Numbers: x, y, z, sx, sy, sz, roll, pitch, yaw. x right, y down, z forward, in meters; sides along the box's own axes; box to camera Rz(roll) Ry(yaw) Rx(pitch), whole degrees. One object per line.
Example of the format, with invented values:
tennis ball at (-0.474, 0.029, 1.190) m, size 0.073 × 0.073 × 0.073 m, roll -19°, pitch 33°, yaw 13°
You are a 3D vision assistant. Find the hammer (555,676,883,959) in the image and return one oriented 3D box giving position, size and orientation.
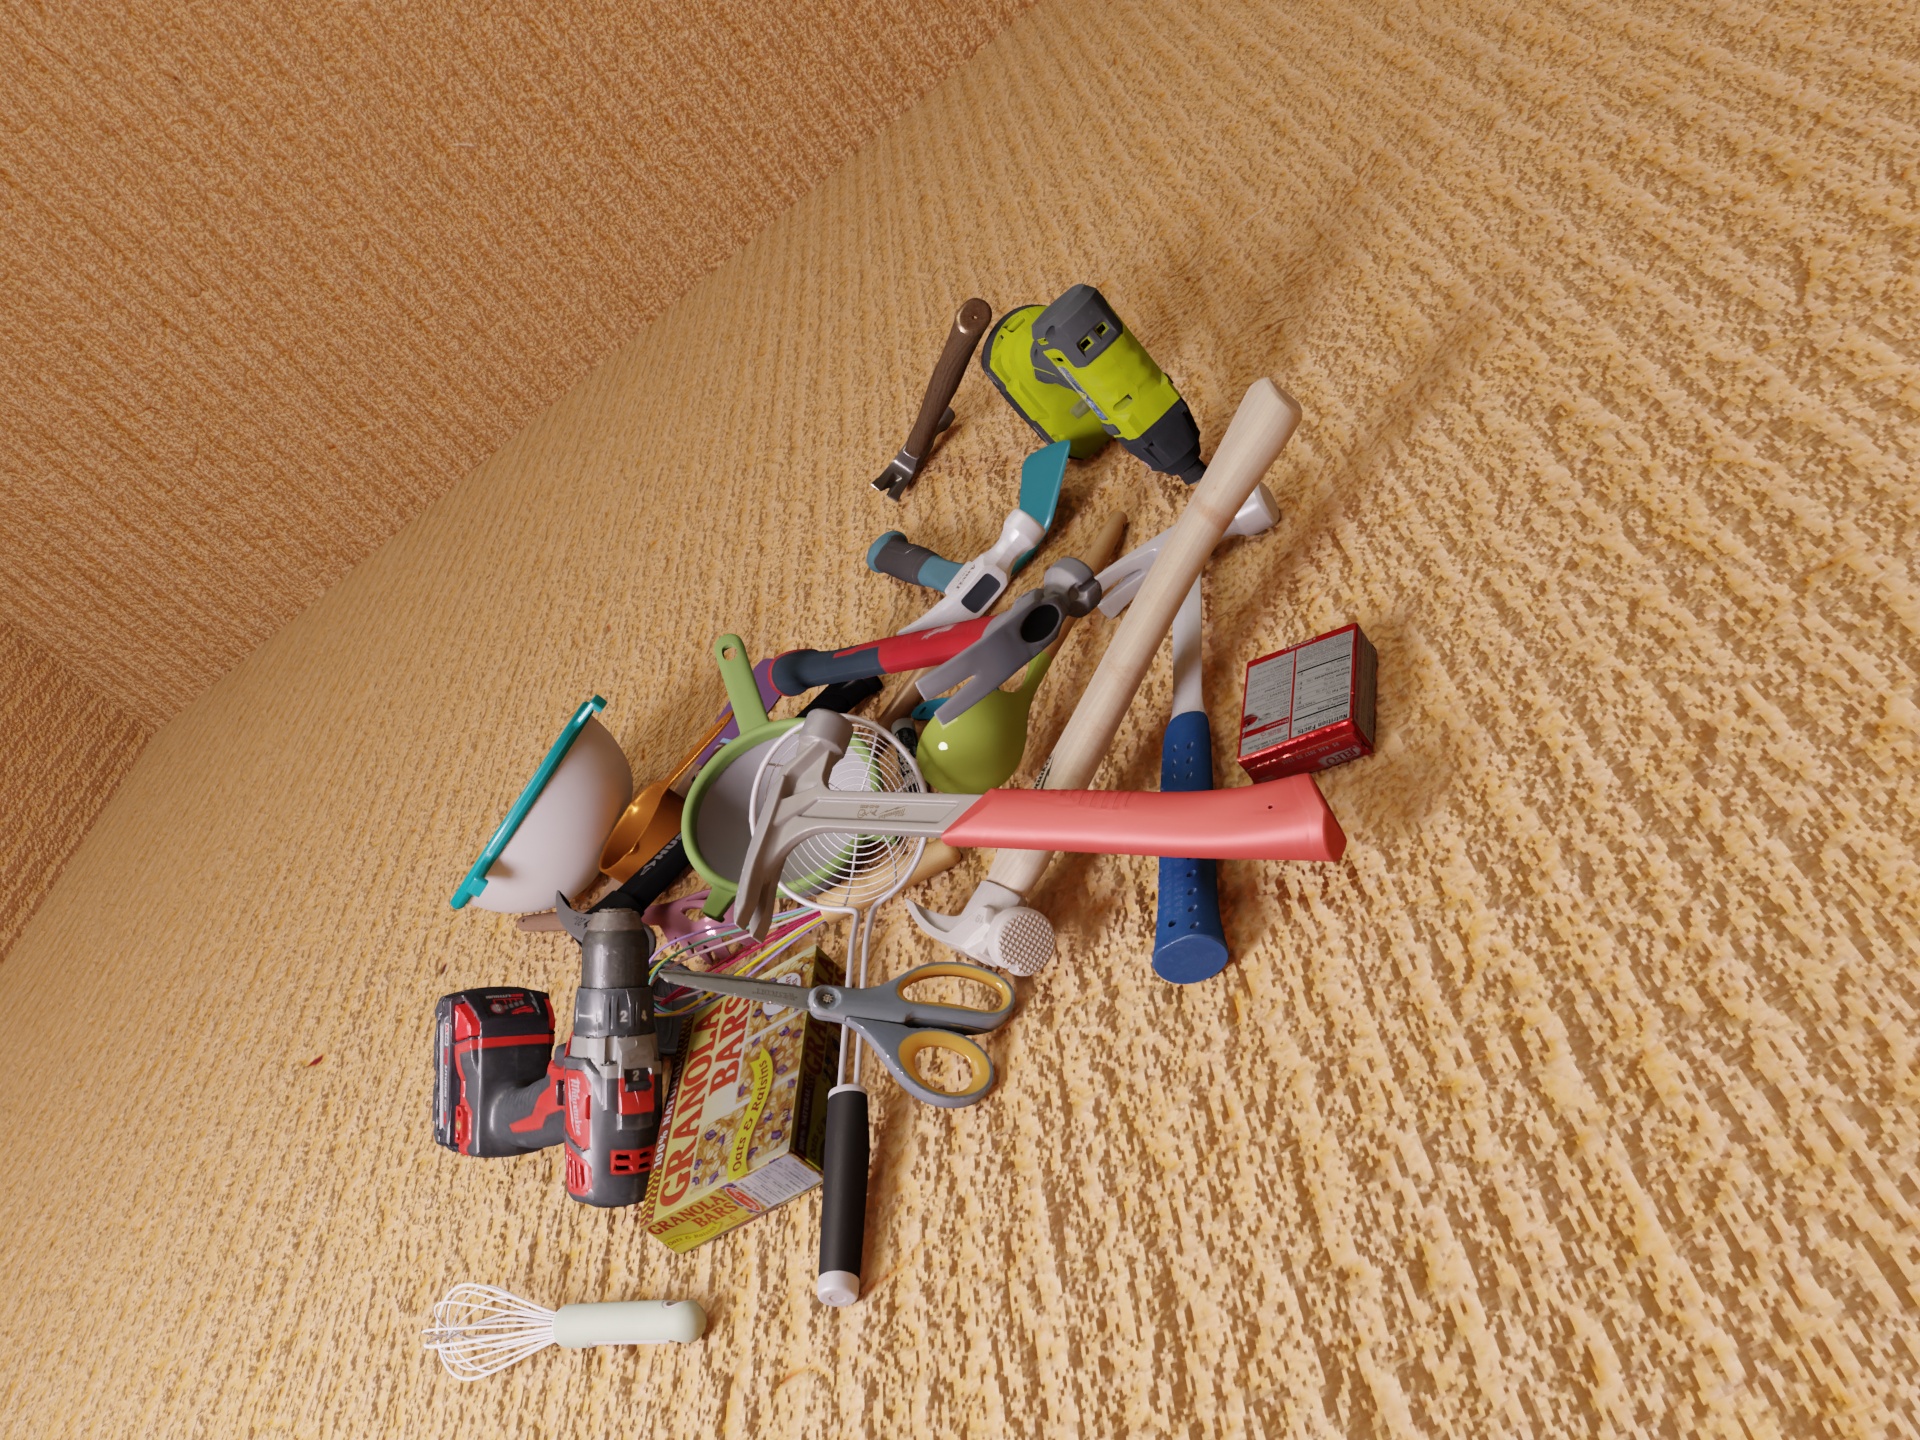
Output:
hammer at (-0.180, 0.061, 1.251) m, size 0.335 × 0.035 × 0.146 m, roll -46°, pitch 27°, yaw -27°

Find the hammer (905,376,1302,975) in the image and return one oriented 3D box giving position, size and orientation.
hammer at (0.098, -0.036, 0.992) m, size 0.411 × 0.038 × 0.146 m, roll -60°, pitch 22°, yaw -11°

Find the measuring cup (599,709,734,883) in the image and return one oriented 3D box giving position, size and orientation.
measuring cup at (-0.226, 0.069, 1.316) m, size 0.173 × 0.052 × 0.095 m, roll -48°, pitch 22°, yaw 7°

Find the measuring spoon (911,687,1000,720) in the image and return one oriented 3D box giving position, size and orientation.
measuring spoon at (-0.002, -0.004, 1.193) m, size 0.042 × 0.021 × 0.129 m, roll -53°, pitch 20°, yaw -18°

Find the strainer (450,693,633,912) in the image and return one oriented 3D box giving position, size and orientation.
strainer at (-0.370, 0.107, 1.453) m, size 0.211 × 0.095 × 0.340 m, roll -61°, pitch 11°, yaw -20°

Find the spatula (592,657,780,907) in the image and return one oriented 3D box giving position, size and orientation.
spatula at (-0.241, 0.063, 1.404) m, size 0.060 × 0.018 × 0.316 m, roll 7°, pitch 54°, yaw 41°

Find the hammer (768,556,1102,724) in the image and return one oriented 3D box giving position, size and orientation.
hammer at (-0.059, -0.038, 1.132) m, size 0.143 × 0.038 × 0.386 m, roll -40°, pitch 16°, yaw -26°

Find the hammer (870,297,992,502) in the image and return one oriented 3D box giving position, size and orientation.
hammer at (-0.022, -0.293, 1.449) m, size 0.130 × 0.031 × 0.331 m, roll -58°, pitch 3°, yaw -16°

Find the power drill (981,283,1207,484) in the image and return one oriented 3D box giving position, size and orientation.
power drill at (0.106, -0.261, 1.262) m, size 0.080 × 0.171 × 0.223 m, roll -43°, pitch 19°, yaw -1°

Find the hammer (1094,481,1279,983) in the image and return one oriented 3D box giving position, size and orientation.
hammer at (0.136, -0.003, 0.983) m, size 0.144 × 0.035 × 0.406 m, roll -27°, pitch 32°, yaw 27°

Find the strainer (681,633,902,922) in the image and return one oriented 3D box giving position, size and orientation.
strainer at (-0.138, 0.039, 1.188) m, size 0.151 × 0.069 × 0.257 m, roll -24°, pitch 50°, yaw -1°

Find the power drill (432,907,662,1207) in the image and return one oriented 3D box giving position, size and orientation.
power drill at (-0.276, 0.222, 1.086) m, size 0.227 × 0.080 × 0.188 m, roll -7°, pitch 81°, yaw 48°

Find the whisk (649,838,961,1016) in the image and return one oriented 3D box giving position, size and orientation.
whisk at (-0.110, 0.141, 1.073) m, size 0.245 × 0.051 × 0.047 m, roll -26°, pitch 13°, yaw 7°

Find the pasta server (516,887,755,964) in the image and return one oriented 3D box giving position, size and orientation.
pasta server at (-0.267, 0.162, 1.271) m, size 0.316 × 0.040 × 0.060 m, roll -10°, pitch 42°, yaw 45°

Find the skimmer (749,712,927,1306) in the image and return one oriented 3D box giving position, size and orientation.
skimmer at (-0.078, 0.155, 0.941) m, size 0.127 × 0.090 × 0.364 m, roll -19°, pitch 43°, yaw 18°

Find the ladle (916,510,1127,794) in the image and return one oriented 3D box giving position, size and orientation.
ladle at (0.055, -0.062, 1.133) m, size 0.062 × 0.078 × 0.320 m, roll 12°, pitch 43°, yaw 18°

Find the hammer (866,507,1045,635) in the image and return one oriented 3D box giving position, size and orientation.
hammer at (-0.026, -0.126, 1.316) m, size 0.128 × 0.033 × 0.331 m, roll -52°, pitch 19°, yaw -1°

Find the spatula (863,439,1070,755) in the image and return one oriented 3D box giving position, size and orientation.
spatula at (-0.001, -0.092, 1.278) m, size 0.317 × 0.044 × 0.082 m, roll -54°, pitch 19°, yaw -17°

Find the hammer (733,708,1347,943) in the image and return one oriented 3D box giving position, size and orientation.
hammer at (0.034, 0.063, 0.886) m, size 0.359 × 0.036 × 0.149 m, roll 0°, pitch 60°, yaw 33°

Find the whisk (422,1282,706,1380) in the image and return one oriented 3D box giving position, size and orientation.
whisk at (-0.242, 0.367, 0.961) m, size 0.246 × 0.057 × 0.059 m, roll -17°, pitch 71°, yaw 35°
